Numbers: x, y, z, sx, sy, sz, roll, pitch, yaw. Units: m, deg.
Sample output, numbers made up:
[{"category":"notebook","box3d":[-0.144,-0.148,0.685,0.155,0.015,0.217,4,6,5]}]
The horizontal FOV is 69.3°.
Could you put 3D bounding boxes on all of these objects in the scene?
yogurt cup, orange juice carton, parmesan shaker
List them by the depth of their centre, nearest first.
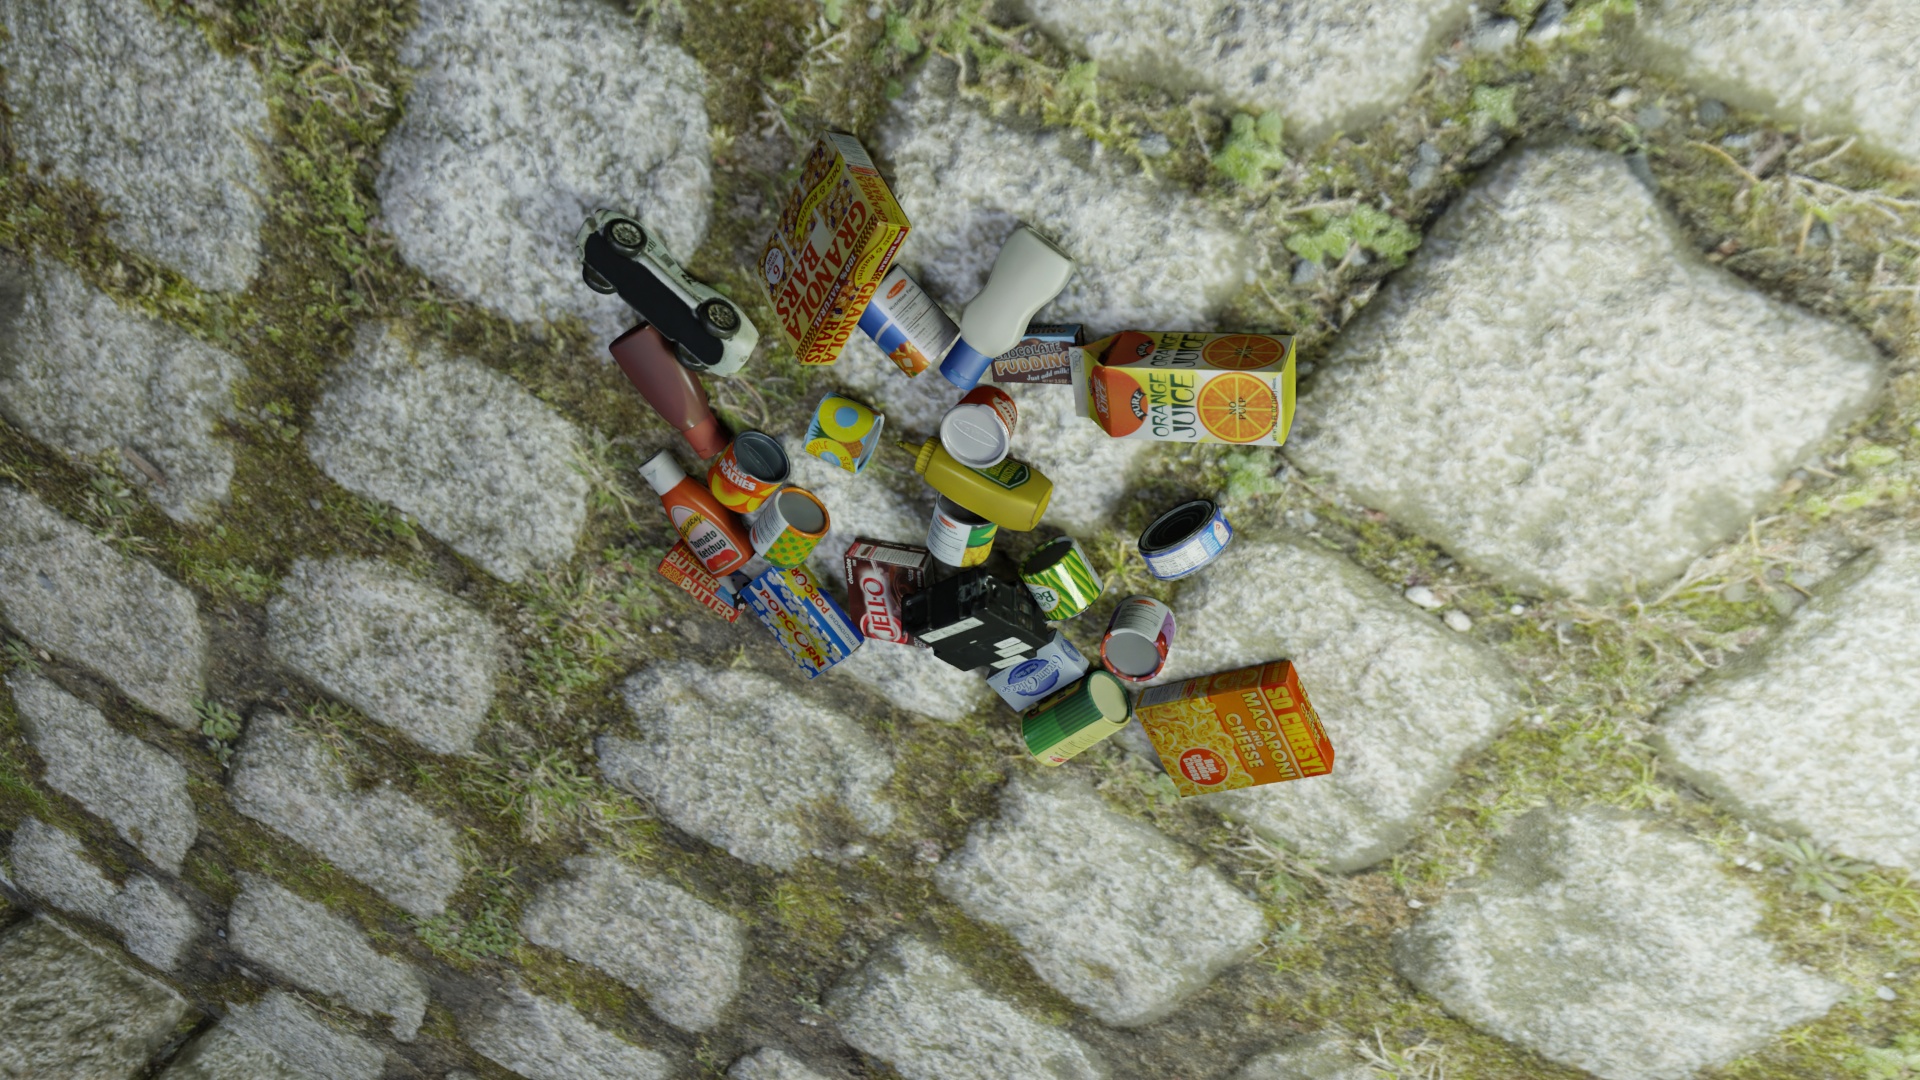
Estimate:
[{"category":"orange juice carton","box3d":[0.190,-0.134,1.209,0.193,0.073,0.071,4,125,20]},{"category":"yogurt cup","box3d":[0.020,-0.109,1.306,0.072,0.054,0.072,11,126,15]},{"category":"parmesan shaker","box3d":[0.124,0.187,1.463,0.071,0.072,0.102,44,126,-11]}]

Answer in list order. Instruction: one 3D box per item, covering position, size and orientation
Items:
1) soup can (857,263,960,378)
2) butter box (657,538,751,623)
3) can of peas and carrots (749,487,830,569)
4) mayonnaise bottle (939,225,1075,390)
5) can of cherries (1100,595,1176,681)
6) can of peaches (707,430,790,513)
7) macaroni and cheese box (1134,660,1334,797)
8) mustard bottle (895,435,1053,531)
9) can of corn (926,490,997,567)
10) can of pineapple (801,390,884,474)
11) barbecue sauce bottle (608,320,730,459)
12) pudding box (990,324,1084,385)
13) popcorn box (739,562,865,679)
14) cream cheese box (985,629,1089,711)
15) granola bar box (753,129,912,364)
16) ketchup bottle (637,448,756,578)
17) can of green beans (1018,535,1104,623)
[{"category":"soup can","box3d":[-0.053,-0.199,1.268,0.083,0.072,0.071,45,127,-12]},{"category":"butter box","box3d":[-0.277,0.042,1.529,0.103,0.053,0.024,35,126,-4]},{"category":"can of peas and carrots","box3d":[-0.175,-0.013,1.445,0.071,0.071,0.058,38,128,-6]},{"category":"mayonnaise bottle","box3d":[0.036,-0.201,1.221,0.065,0.041,0.147,38,111,4]},{"category":"can of cherries","box3d":[0.177,0.100,1.384,0.071,0.059,0.071,10,125,15]},{"category":"can of peaches","box3d":[-0.218,-0.069,1.419,0.071,0.071,0.057,41,129,-9]},{"category":"macaroni and cheese box","box3d":[0.280,0.193,1.419,0.166,0.040,0.123,-16,115,30]},{"category":"mustard bottle","box3d":[0.008,-0.064,1.338,0.160,0.066,0.048,25,128,10]},{"category":"can of corn","box3d":[0.005,-0.017,1.369,0.071,0.071,0.058,22,131,7]},{"category":"can of pineapple","box3d":[-0.114,-0.104,1.354,0.058,0.071,0.070,24,128,5]},{"category":"barbecue sauce bottle","box3d":[-0.290,-0.151,1.409,0.064,0.044,0.148,-20,114,31]},{"category":"pudding box","box3d":[0.070,-0.170,1.260,0.084,0.030,0.049,4,123,19]},{"category":"popcorn box","box3d":[-0.171,0.082,1.499,0.126,0.038,0.085,52,141,-4]},{"category":"cream cheese box","box3d":[0.081,0.138,1.471,0.053,0.024,0.103,45,127,-13]},{"category":"granola bar box","box3d":[-0.116,-0.256,1.227,0.164,0.039,0.124,-54,52,38]},{"category":"ketchup bottle","box3d":[-0.284,-0.031,1.489,0.064,0.044,0.148,-27,109,32]},{"category":"can of green beans","box3d":[0.099,0.037,1.367,0.071,0.071,0.057,-21,113,32]}]
